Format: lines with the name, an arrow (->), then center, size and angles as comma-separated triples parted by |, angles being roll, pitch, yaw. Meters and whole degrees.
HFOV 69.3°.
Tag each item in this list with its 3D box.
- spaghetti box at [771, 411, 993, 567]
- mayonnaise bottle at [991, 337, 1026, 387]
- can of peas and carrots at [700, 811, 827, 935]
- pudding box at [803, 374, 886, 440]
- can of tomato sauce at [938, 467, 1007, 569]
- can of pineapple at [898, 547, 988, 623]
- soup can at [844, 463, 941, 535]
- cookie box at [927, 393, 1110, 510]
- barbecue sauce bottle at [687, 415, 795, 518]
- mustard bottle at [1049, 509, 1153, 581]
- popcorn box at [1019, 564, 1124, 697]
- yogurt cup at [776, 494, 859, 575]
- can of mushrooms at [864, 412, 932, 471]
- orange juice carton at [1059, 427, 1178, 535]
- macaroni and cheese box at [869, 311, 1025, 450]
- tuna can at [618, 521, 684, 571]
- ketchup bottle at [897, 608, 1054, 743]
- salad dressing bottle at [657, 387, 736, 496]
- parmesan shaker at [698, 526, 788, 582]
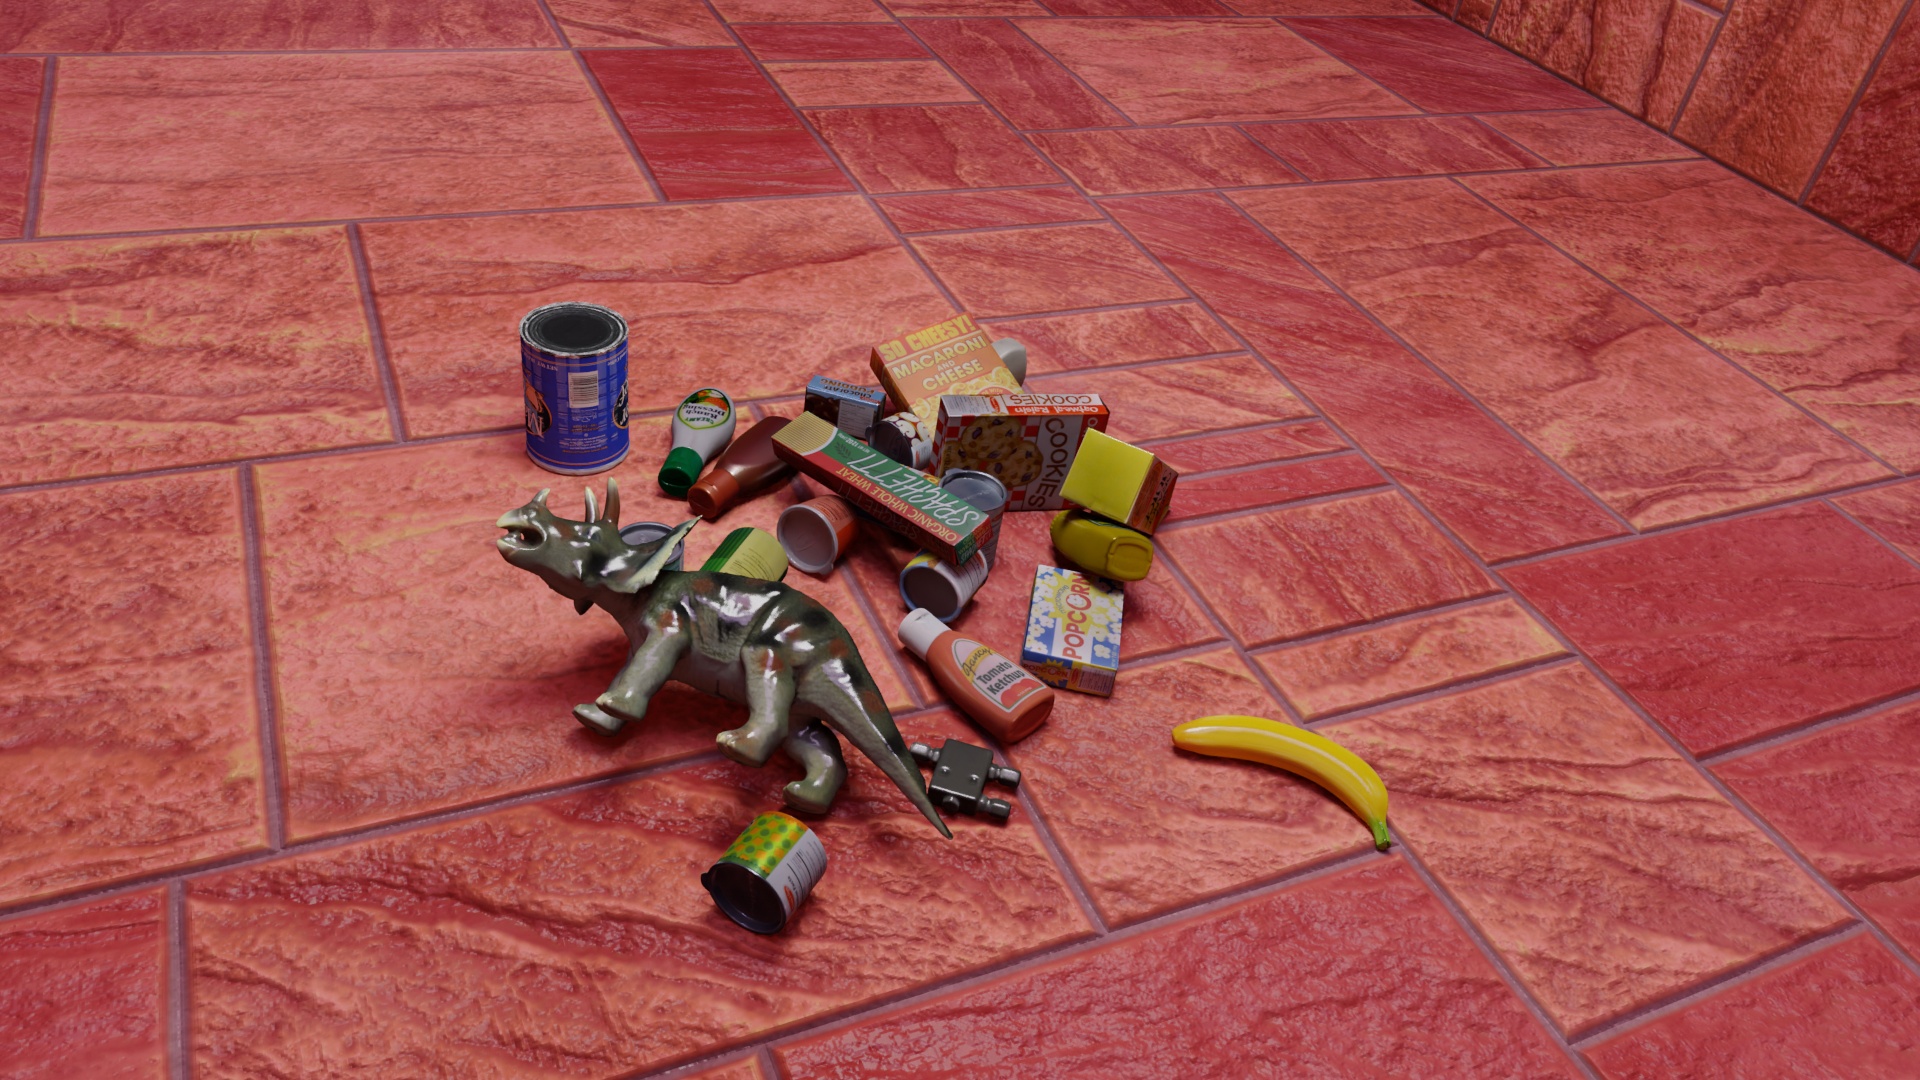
spaghetti box -> -0.077, -0.052, 1.301 | 0.250, 0.028, 0.050 | 31, 58, 32
mayonnaise bottle -> 0.007, -0.181, 1.567 | 0.149, 0.064, 0.041 | -23, 47, -31
can of peas and carrots -> -0.139, 0.236, 0.992 | 0.071, 0.070, 0.059 | 23, 39, 17
pudding box -> -0.125, -0.143, 1.495 | 0.084, 0.049, 0.030 | 15, 36, 6
can of tomato sauce -> 0.005, -0.017, 1.335 | 0.071, 0.082, 0.071 | 6, 37, -5
can of pineapple -> -0.017, 0.035, 1.280 | 0.071, 0.070, 0.058 | 22, 39, 16
soup can -> -0.063, -0.045, 1.365 | 0.084, 0.071, 0.072 | 20, 39, 13
cookie box -> 0.056, -0.087, 1.405 | 0.168, 0.122, 0.040 | -2, 40, -15
barbecue sauce bottle -> -0.213, -0.073, 1.391 | 0.065, 0.043, 0.149 | 24, 40, 19
mustard bottle -> 0.124, -0.001, 1.344 | 0.065, 0.048, 0.160 | 12, 8, -27
popcorn box -> 0.102, 0.081, 1.267 | 0.085, 0.038, 0.127 | 11, 37, 2
yogurt cup -> -0.132, -0.010, 1.313 | 0.072, 0.072, 0.054 | 25, 32, 19
can of mushrooms -> -0.064, -0.099, 1.439 | 0.071, 0.070, 0.033 | 35, 43, 29
orange juice carton -> 0.165, -0.055, 1.390 | 0.072, 0.073, 0.193 | 24, 4, 18
macaroni and cheese box -> -0.005, -0.156, 1.490 | 0.124, 0.040, 0.167 | -23, 66, -21
tuna can -> -0.288, 0.015, 1.268 | 0.071, 0.032, 0.071 | 6, 37, -5
ketchup bottle -> 0.008, 0.113, 1.201 | 0.149, 0.043, 0.065 | 35, 44, 30
salad dressing bottle -> -0.270, -0.101, 1.413 | 0.064, 0.043, 0.148 | 11, 38, -1
parmesan shaker -> -0.200, 0.044, 1.228 | 0.071, 0.071, 0.103 | 17, 37, 10
